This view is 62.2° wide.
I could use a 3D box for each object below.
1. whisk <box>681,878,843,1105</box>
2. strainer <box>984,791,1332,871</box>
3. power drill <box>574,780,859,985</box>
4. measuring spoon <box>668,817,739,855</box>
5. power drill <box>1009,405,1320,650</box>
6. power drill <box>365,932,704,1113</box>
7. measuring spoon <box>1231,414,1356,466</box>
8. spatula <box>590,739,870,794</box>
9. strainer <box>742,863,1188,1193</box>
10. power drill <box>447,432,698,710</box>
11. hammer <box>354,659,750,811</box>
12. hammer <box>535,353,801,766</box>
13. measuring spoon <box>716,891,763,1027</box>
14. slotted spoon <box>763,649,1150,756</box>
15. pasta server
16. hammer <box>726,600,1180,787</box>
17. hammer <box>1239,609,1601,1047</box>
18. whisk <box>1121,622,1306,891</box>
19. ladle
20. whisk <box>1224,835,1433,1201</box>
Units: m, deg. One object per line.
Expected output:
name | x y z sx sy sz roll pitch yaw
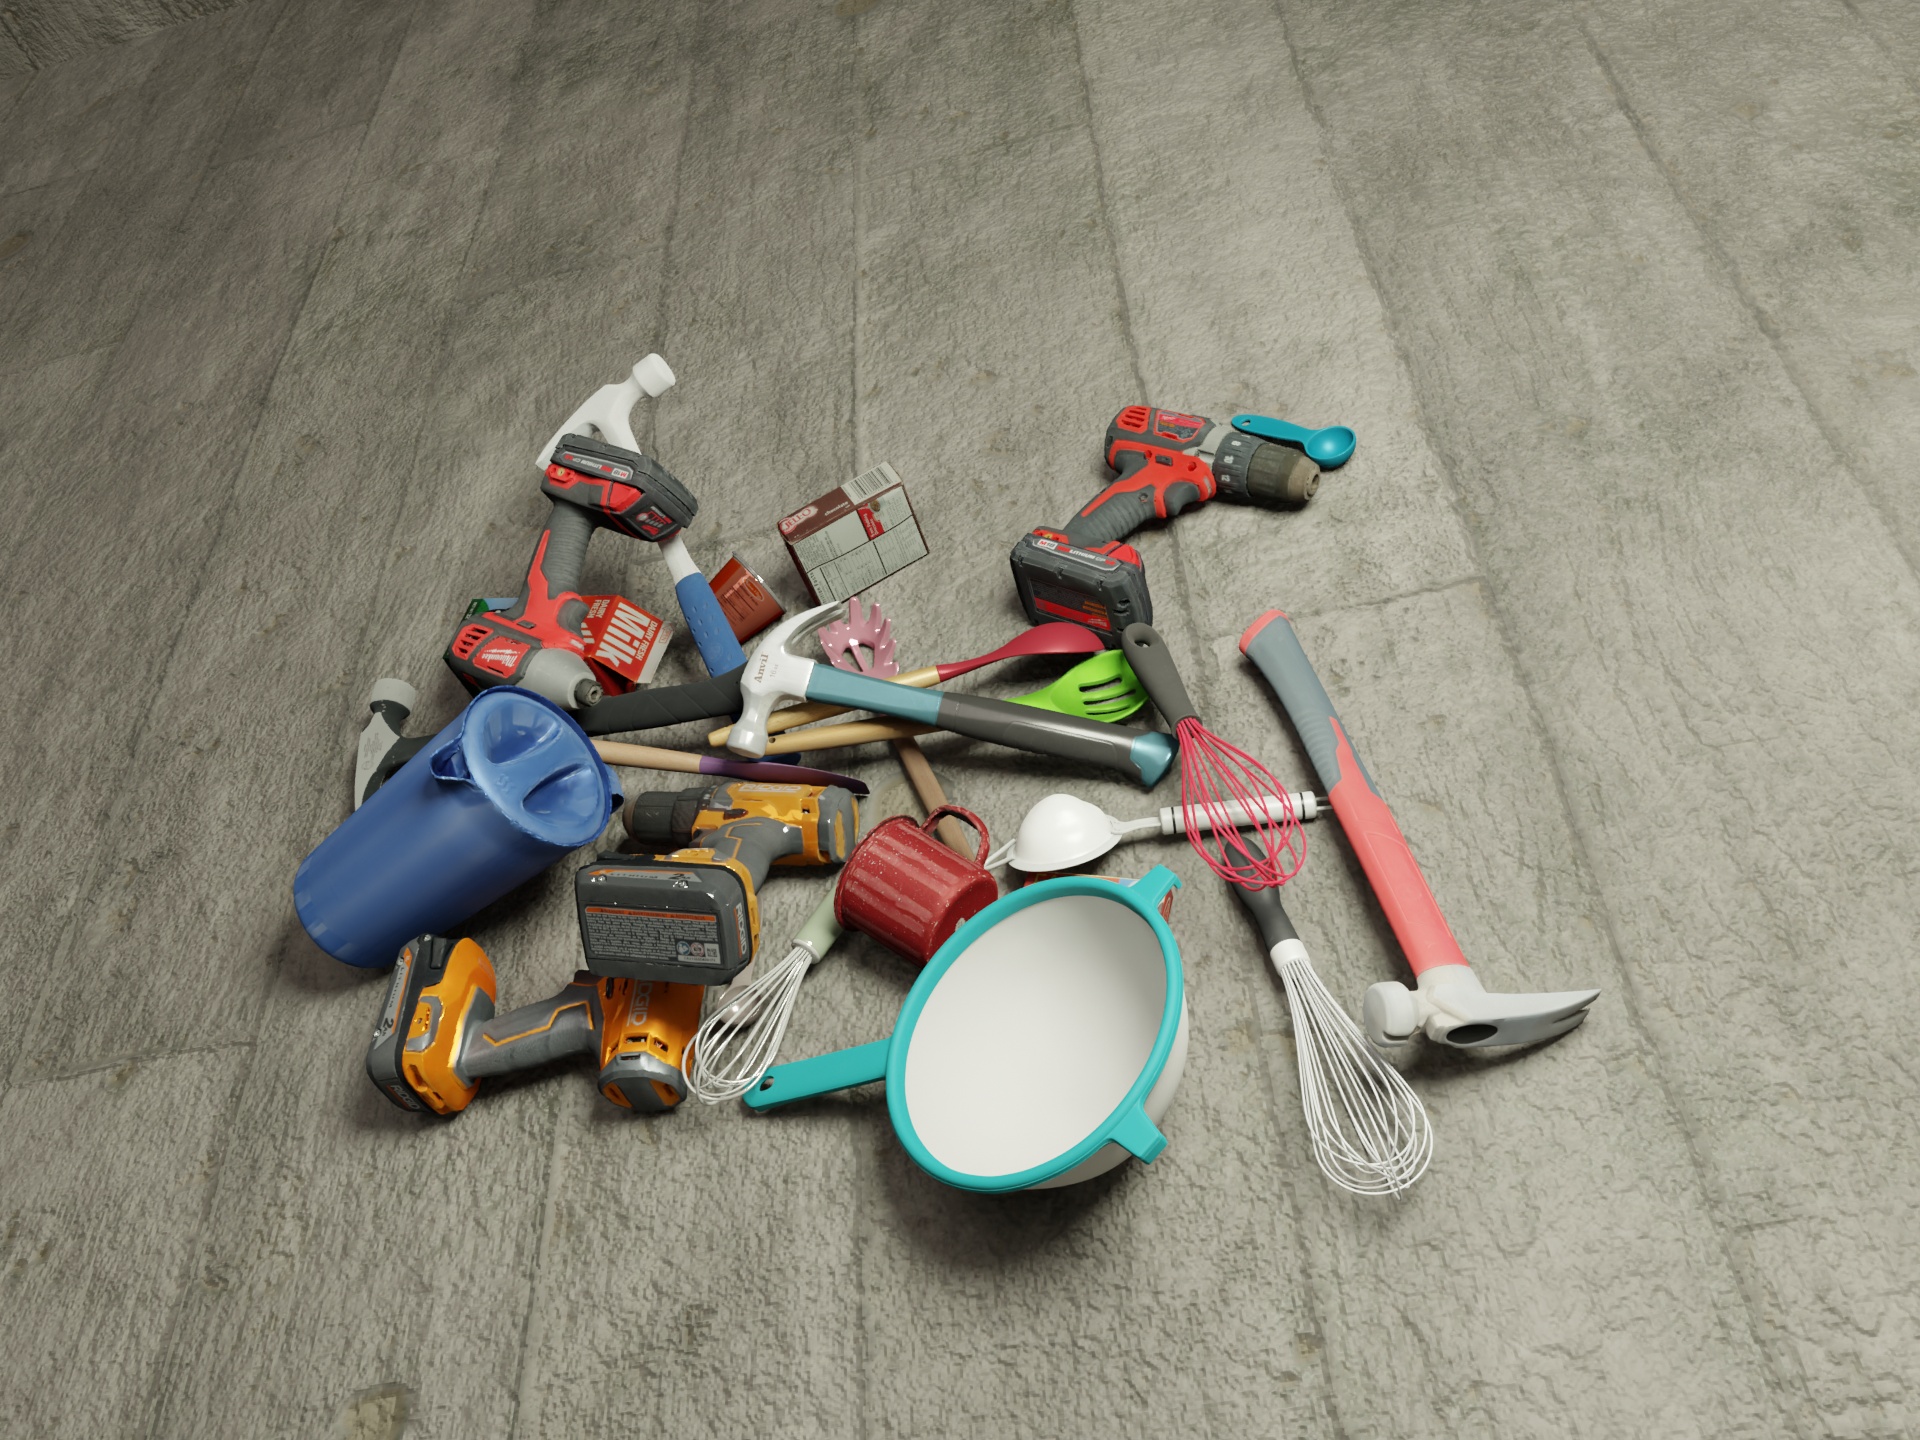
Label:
whisk | -0.113 0.170 1.123 0.058 0.059 0.246 19 51 25
strainer | 0.138 0.069 1.124 0.258 0.050 0.087 -7 21 6
power drill | -0.193 0.102 1.140 0.185 0.084 0.226 2 19 17
measuring spoon | -0.206 0.097 1.251 0.021 0.011 0.117 36 66 24
power drill | 0.166 -0.162 1.290 0.188 0.080 0.227 20 58 31
power drill | -0.294 0.201 1.149 0.226 0.084 0.164 -5 49 10
measuring spoon | 0.282 -0.238 1.353 0.042 0.021 0.129 -45 42 -17
spatula | -0.226 0.031 1.235 0.316 0.059 0.018 7 73 8
strainer | 0.012 0.228 1.023 0.340 0.095 0.211 -20 42 31
power drill | -0.312 -0.112 1.292 0.143 0.078 0.220 20 79 28
hammer | -0.335 0.007 1.308 0.409 0.036 0.149 -9 59 22
hammer | -0.238 -0.122 1.341 0.144 0.035 0.406 -33 66 11
measuring spoon | -0.155 0.175 1.166 0.034 0.018 0.124 -10 43 9
slotted spoon | -0.002 -0.004 1.220 0.314 0.031 0.070 -9 48 0
pasta server | -0.041 0.018 1.237 0.060 0.040 0.317 -19 48 -11
hammer | -0.002 -0.004 1.186 0.331 0.033 0.128 12 77 8
hammer | 0.283 0.056 1.077 0.143 0.038 0.387 -1 42 -12
whisk | 0.165 0.017 1.110 0.073 0.073 0.296 -22 39 1
ladle | -0.042 -0.028 1.235 0.315 0.031 0.069 -16 8 -4
whisk | 0.219 0.174 1.002 0.070 0.070 0.285 -20 43 3
